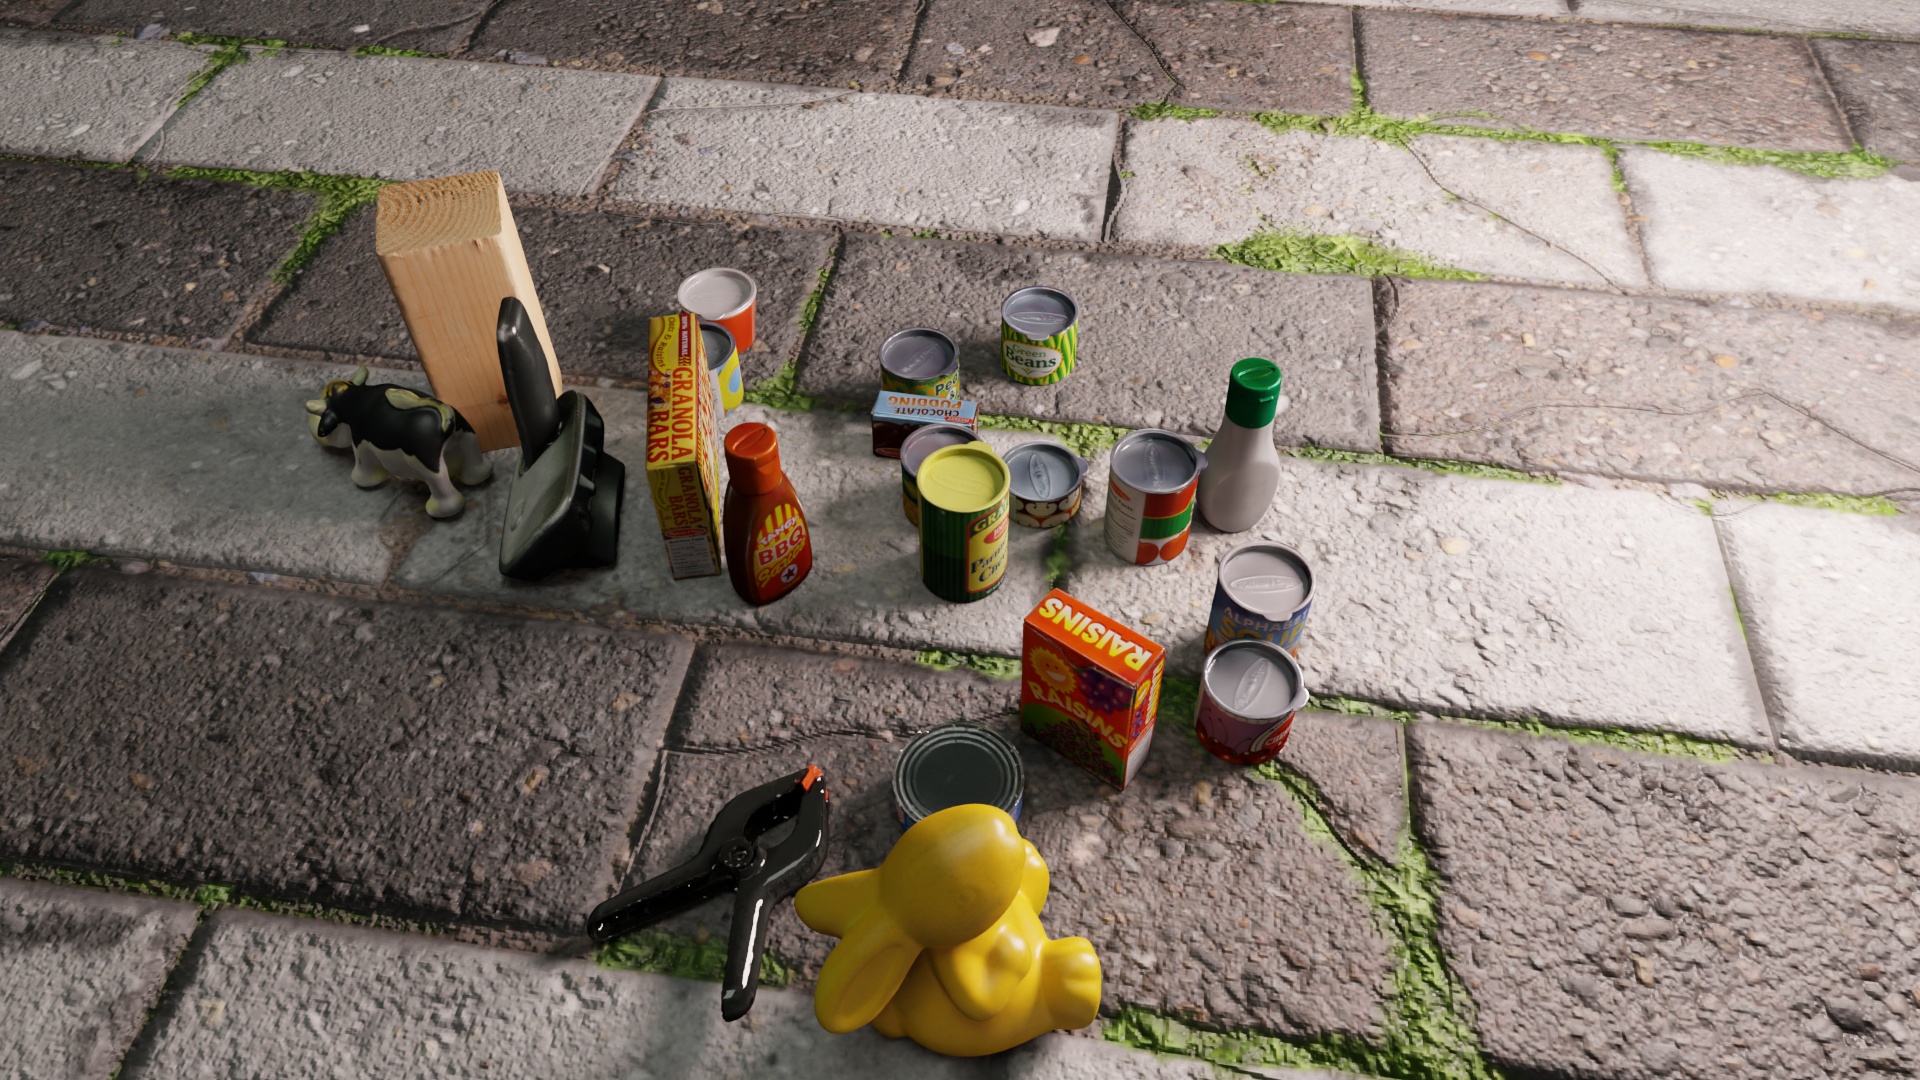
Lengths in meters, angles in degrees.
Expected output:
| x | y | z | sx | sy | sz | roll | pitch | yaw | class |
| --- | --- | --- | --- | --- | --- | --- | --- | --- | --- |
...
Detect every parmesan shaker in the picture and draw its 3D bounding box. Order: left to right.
| x | y | z | sx | sy | sz | roll | pitch | yaw | class |
| --- | --- | --- | --- | --- | --- | --- | --- | --- | --- |
| 0.004 | -0.013 | 1.016 | 0.071 | 0.102 | 0.072 | 0 | 49 | 0 | parmesan shaker |

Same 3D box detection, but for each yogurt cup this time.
| x | y | z | sx | sy | sz | roll | pitch | yaw | class |
| --- | --- | --- | --- | --- | --- | --- | --- | --- | --- |
| -0.210 | -0.198 | 1.215 | 0.072 | 0.053 | 0.073 | 0 | 49 | 0 | yogurt cup |

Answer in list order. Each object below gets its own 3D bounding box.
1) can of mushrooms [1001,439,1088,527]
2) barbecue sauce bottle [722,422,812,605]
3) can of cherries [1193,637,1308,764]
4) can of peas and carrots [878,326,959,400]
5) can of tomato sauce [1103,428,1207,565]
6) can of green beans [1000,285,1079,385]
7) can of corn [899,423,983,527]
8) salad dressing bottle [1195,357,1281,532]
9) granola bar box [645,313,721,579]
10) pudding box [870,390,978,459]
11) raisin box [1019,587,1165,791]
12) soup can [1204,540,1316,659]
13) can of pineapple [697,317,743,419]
| x | y | z | sx | sy | sz | roll | pitch | yaw | class |
| --- | --- | --- | --- | --- | --- | --- | --- | --- | --- |
| 0.065 | -0.044 | 1.089 | 0.071 | 0.033 | 0.071 | 0 | 48 | 0 | can of mushrooms |
| -0.142 | -0.020 | 0.994 | 0.044 | 0.147 | 0.065 | 36 | 58 | 28 | barbecue sauce bottle |
| 0.195 | 0.110 | 0.935 | 0.071 | 0.058 | 0.072 | 0 | 49 | 0 | can of cherries |
| -0.032 | -0.134 | 1.153 | 0.071 | 0.058 | 0.071 | 0 | 49 | 0 | can of peas and carrots |
| 0.145 | -0.032 | 1.045 | 0.071 | 0.082 | 0.071 | 0 | 49 | 0 | can of tomato sauce |
| 0.067 | -0.175 | 1.189 | 0.071 | 0.057 | 0.071 | 0 | 49 | 0 | can of green beans |
| -0.012 | -0.046 | 1.075 | 0.071 | 0.058 | 0.071 | 0 | 49 | 0 | can of corn |
| 0.211 | -0.070 | 1.035 | 0.064 | 0.146 | 0.044 | -13 | 50 | -11 | salad dressing bottle |
| -0.209 | -0.073 | 1.057 | 0.039 | 0.123 | 0.166 | -6 | 49 | -5 | granola bar box |
| -0.028 | -0.090 | 1.120 | 0.084 | 0.049 | 0.030 | 7 | 49 | 7 | pudding box |
| 0.083 | 0.098 | 0.903 | 0.086 | 0.122 | 0.040 | 30 | 55 | 24 | raisin box |
| 0.208 | 0.053 | 0.968 | 0.071 | 0.083 | 0.072 | 0 | 49 | 0 | soup can |
| -0.217 | -0.142 | 1.163 | 0.071 | 0.057 | 0.071 | 0 | 49 | 0 | can of pineapple |
